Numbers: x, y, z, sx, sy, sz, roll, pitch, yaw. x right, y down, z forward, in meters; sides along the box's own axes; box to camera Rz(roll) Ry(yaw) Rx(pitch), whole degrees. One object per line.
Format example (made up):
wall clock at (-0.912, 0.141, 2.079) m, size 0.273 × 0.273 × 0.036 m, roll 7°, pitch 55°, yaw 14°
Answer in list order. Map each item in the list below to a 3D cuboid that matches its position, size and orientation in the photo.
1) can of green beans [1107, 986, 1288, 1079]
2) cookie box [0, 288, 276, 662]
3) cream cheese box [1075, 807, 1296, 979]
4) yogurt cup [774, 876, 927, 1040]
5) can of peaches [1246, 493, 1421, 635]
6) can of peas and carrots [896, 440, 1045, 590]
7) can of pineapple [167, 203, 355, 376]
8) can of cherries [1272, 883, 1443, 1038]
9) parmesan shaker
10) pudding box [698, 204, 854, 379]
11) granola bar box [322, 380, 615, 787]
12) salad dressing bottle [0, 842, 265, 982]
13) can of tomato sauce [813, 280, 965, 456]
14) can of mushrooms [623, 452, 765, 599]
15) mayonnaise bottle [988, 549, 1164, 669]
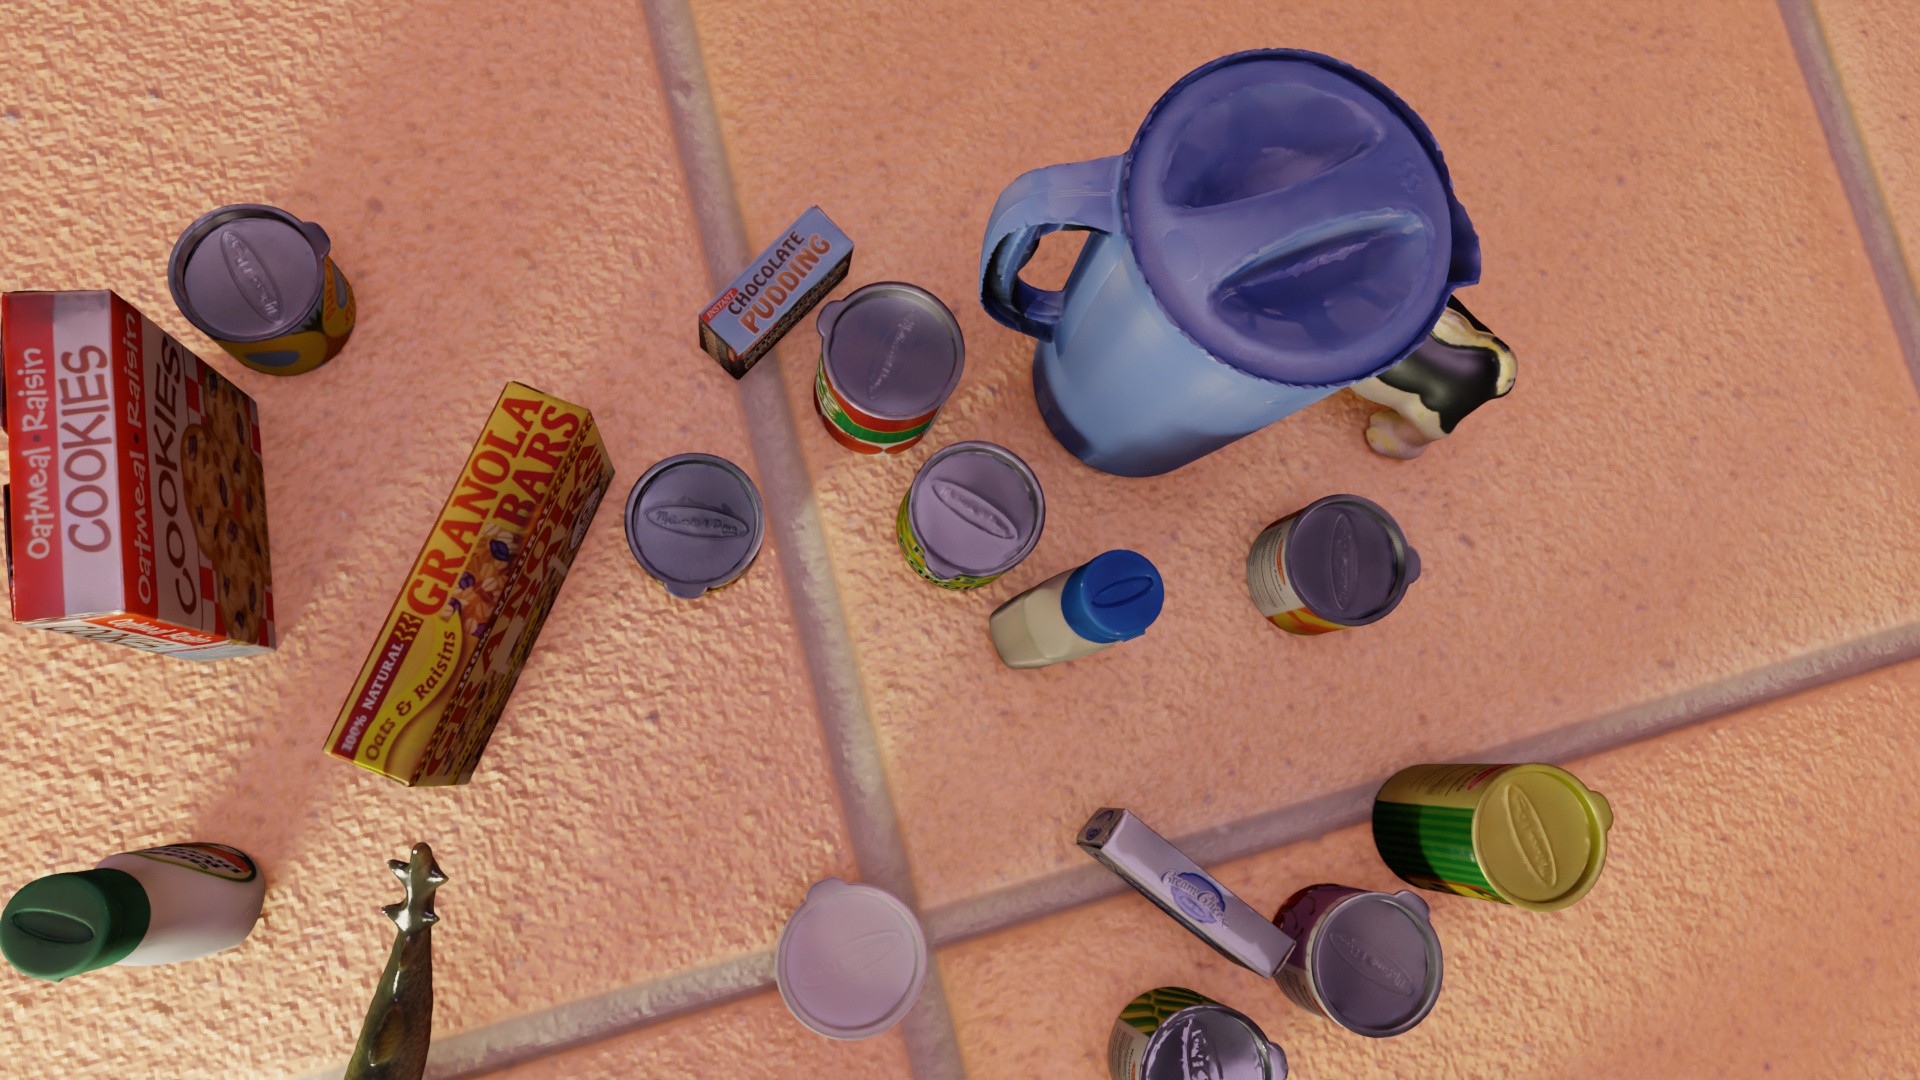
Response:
can of green beans at (0.108, 0.248, 0.656) m, size 0.071 × 0.057 × 0.071 m, roll 2°, pitch 80°, yaw -9°
cookie box at (-0.334, -0.018, 0.574) m, size 0.040 × 0.167 × 0.123 m, roll -7°, pitch 82°, yaw -10°
cream cheese box at (0.107, 0.169, 0.672) m, size 0.104 × 0.053 × 0.024 m, roll 38°, pitch 77°, yaw -1°
yogurt cup at (-0.052, 0.191, 0.642) m, size 0.072 × 0.054 × 0.072 m, roll 2°, pitch 80°, yaw -9°
can of peaches at (0.189, 0.014, 0.710) m, size 0.071 × 0.058 × 0.071 m, roll 2°, pitch 80°, yaw -9°
can of peas and carrots at (0.002, -0.009, 0.683) m, size 0.071 × 0.058 × 0.071 m, roll 2°, pitch 80°, yaw -9°
can of pineapple at (-0.322, -0.116, 0.649) m, size 0.071 × 0.057 × 0.071 m, roll 2°, pitch 80°, yaw -9°
can of cherries at (0.193, 0.201, 0.677) m, size 0.071 × 0.058 × 0.071 m, roll 2°, pitch 80°, yaw -9°
parmesan shaker at (0.256, 0.141, 0.675) m, size 0.071 × 0.103 × 0.071 m, roll 2°, pitch 80°, yaw -9°
pudding box at (-0.092, -0.123, 0.692) m, size 0.030 × 0.049 × 0.084 m, roll 43°, pitch 77°, yaw 0°
granola bar box at (-0.209, 0.023, 0.609) m, size 0.039 × 0.124 × 0.166 m, roll 23°, pitch 78°, yaw -5°
salad dressing bottle at (-0.328, 0.147, 0.556) m, size 0.064 × 0.147 × 0.044 m, roll 16°, pitch 79°, yaw -6°
can of tomato sauce at (-0.039, -0.081, 0.677) m, size 0.071 × 0.083 × 0.071 m, roll 2°, pitch 80°, yaw -9°
can of mushrooms at (-0.129, -0.005, 0.674) m, size 0.071 × 0.033 × 0.071 m, roll 2°, pitch 80°, yaw -9°
mayonnaise bottle at (0.055, 0.032, 0.639) m, size 0.065 × 0.148 × 0.041 m, roll -20°, pitch 84°, yaw -12°
